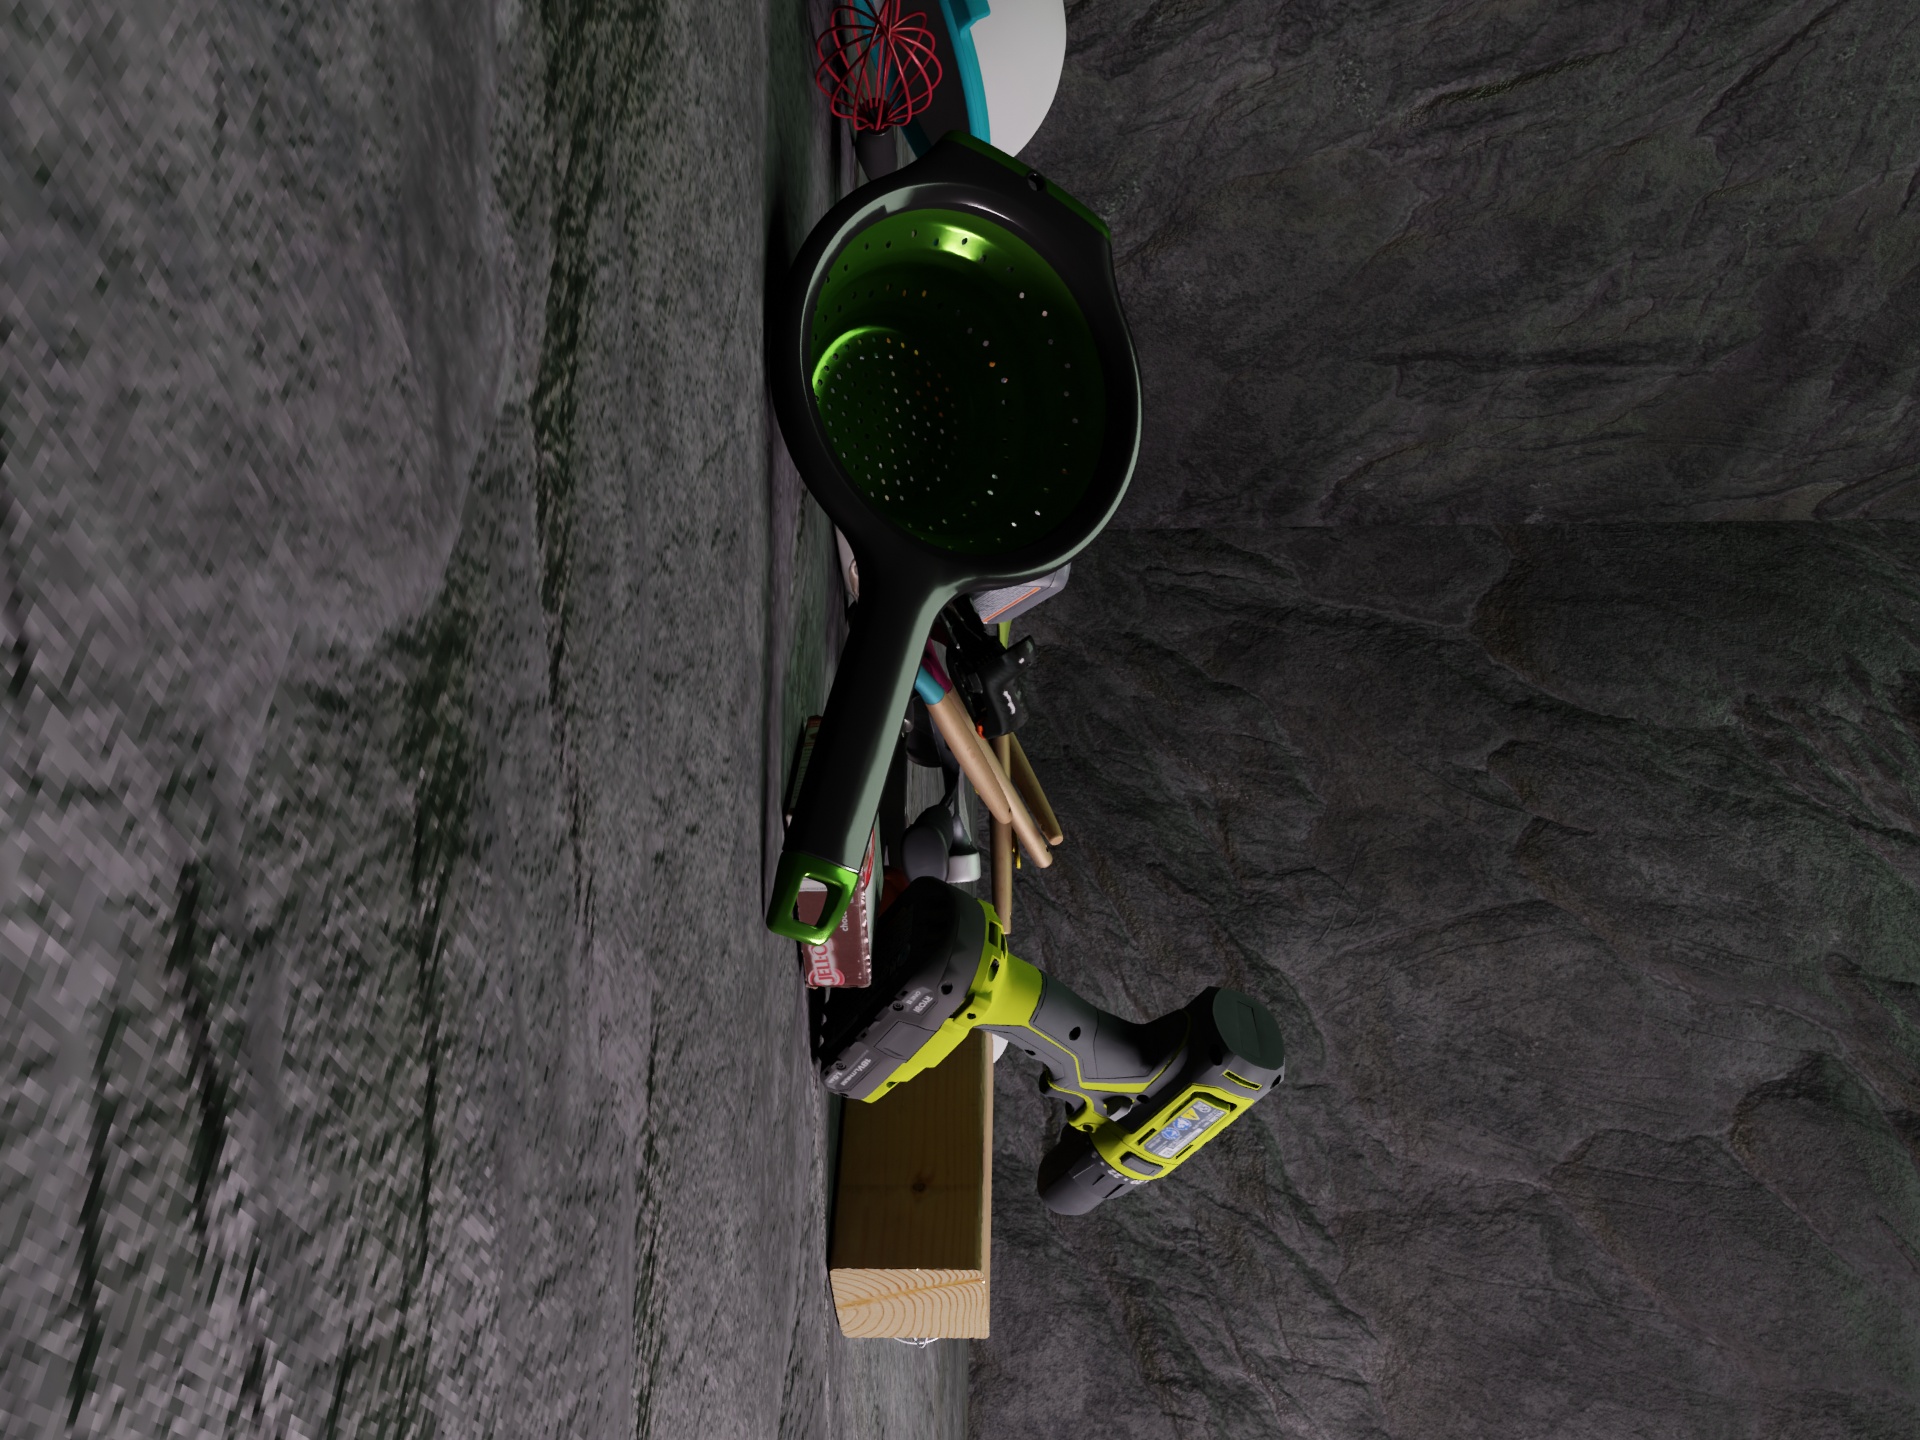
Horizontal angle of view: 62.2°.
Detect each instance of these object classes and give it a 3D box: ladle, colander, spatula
[{"bbox_3d":[0.018,0.007,1.253,0.078,0.062,0.320,42,47,-82],"label":"ladle"},{"bbox_3d":[0.017,-0.022,1.318,0.316,0.031,0.069,63,-35,36],"label":"ladle"},{"bbox_3d":[-0.037,-0.086,0.781,0.094,0.204,0.397,-8,-117,59],"label":"colander"},{"bbox_3d":[0.000,-0.003,1.065,0.317,0.044,0.082,60,35,-56],"label":"spatula"}]

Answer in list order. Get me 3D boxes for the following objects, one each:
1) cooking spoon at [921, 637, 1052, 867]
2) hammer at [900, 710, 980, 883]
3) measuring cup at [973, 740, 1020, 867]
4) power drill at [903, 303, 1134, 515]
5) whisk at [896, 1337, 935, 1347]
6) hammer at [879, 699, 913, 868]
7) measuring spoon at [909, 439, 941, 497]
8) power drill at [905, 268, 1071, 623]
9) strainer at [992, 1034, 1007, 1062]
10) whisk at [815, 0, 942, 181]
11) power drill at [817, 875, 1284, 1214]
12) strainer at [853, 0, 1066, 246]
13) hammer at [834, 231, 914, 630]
[{"bbox_3d":[-0.002,-0.004,1.170,0.318,0.017,0.069,59,17,-32],"label":"cooking spoon"},{"bbox_3d":[-0.013,0.068,1.150,0.409,0.036,0.149,-38,124,-87],"label":"hammer"},{"bbox_3d":[0.028,0.067,1.305,0.157,0.029,0.062,-99,-175,-52],"label":"measuring cup"},{"bbox_3d":[0.029,-0.242,1.275,0.220,0.143,0.078,61,-12,24],"label":"power drill"},{"bbox_3d":[-0.041,0.296,1.134,0.070,0.070,0.285,79,6,-76],"label":"whisk"},{"bbox_3d":[-0.042,0.117,1.288,0.358,0.036,0.149,83,7,-66],"label":"hammer"},{"bbox_3d":[-0.044,-0.155,1.157,0.124,0.018,0.034,-58,-145,42],"label":"measuring spoon"},{"bbox_3d":[0.024,-0.198,1.131,0.185,0.084,0.226,153,-66,-63],"label":"power drill"},{"bbox_3d":[0.001,0.242,1.287,0.256,0.069,0.151,-32,123,-78],"label":"strainer"},{"bbox_3d":[-0.052,-0.375,0.974,0.296,0.073,0.073,-123,-148,-84],"label":"whisk"},{"bbox_3d":[0.039,0.194,0.891,0.190,0.228,0.080,-50,-157,34],"label":"power drill"},{"bbox_3d":[0.011,-0.405,1.015,0.340,0.095,0.211,79,-15,-66],"label":"strainer"},{"bbox_3d":[-0.054,-0.247,1.100,0.146,0.038,0.411,85,5,-48],"label":"hammer"}]
